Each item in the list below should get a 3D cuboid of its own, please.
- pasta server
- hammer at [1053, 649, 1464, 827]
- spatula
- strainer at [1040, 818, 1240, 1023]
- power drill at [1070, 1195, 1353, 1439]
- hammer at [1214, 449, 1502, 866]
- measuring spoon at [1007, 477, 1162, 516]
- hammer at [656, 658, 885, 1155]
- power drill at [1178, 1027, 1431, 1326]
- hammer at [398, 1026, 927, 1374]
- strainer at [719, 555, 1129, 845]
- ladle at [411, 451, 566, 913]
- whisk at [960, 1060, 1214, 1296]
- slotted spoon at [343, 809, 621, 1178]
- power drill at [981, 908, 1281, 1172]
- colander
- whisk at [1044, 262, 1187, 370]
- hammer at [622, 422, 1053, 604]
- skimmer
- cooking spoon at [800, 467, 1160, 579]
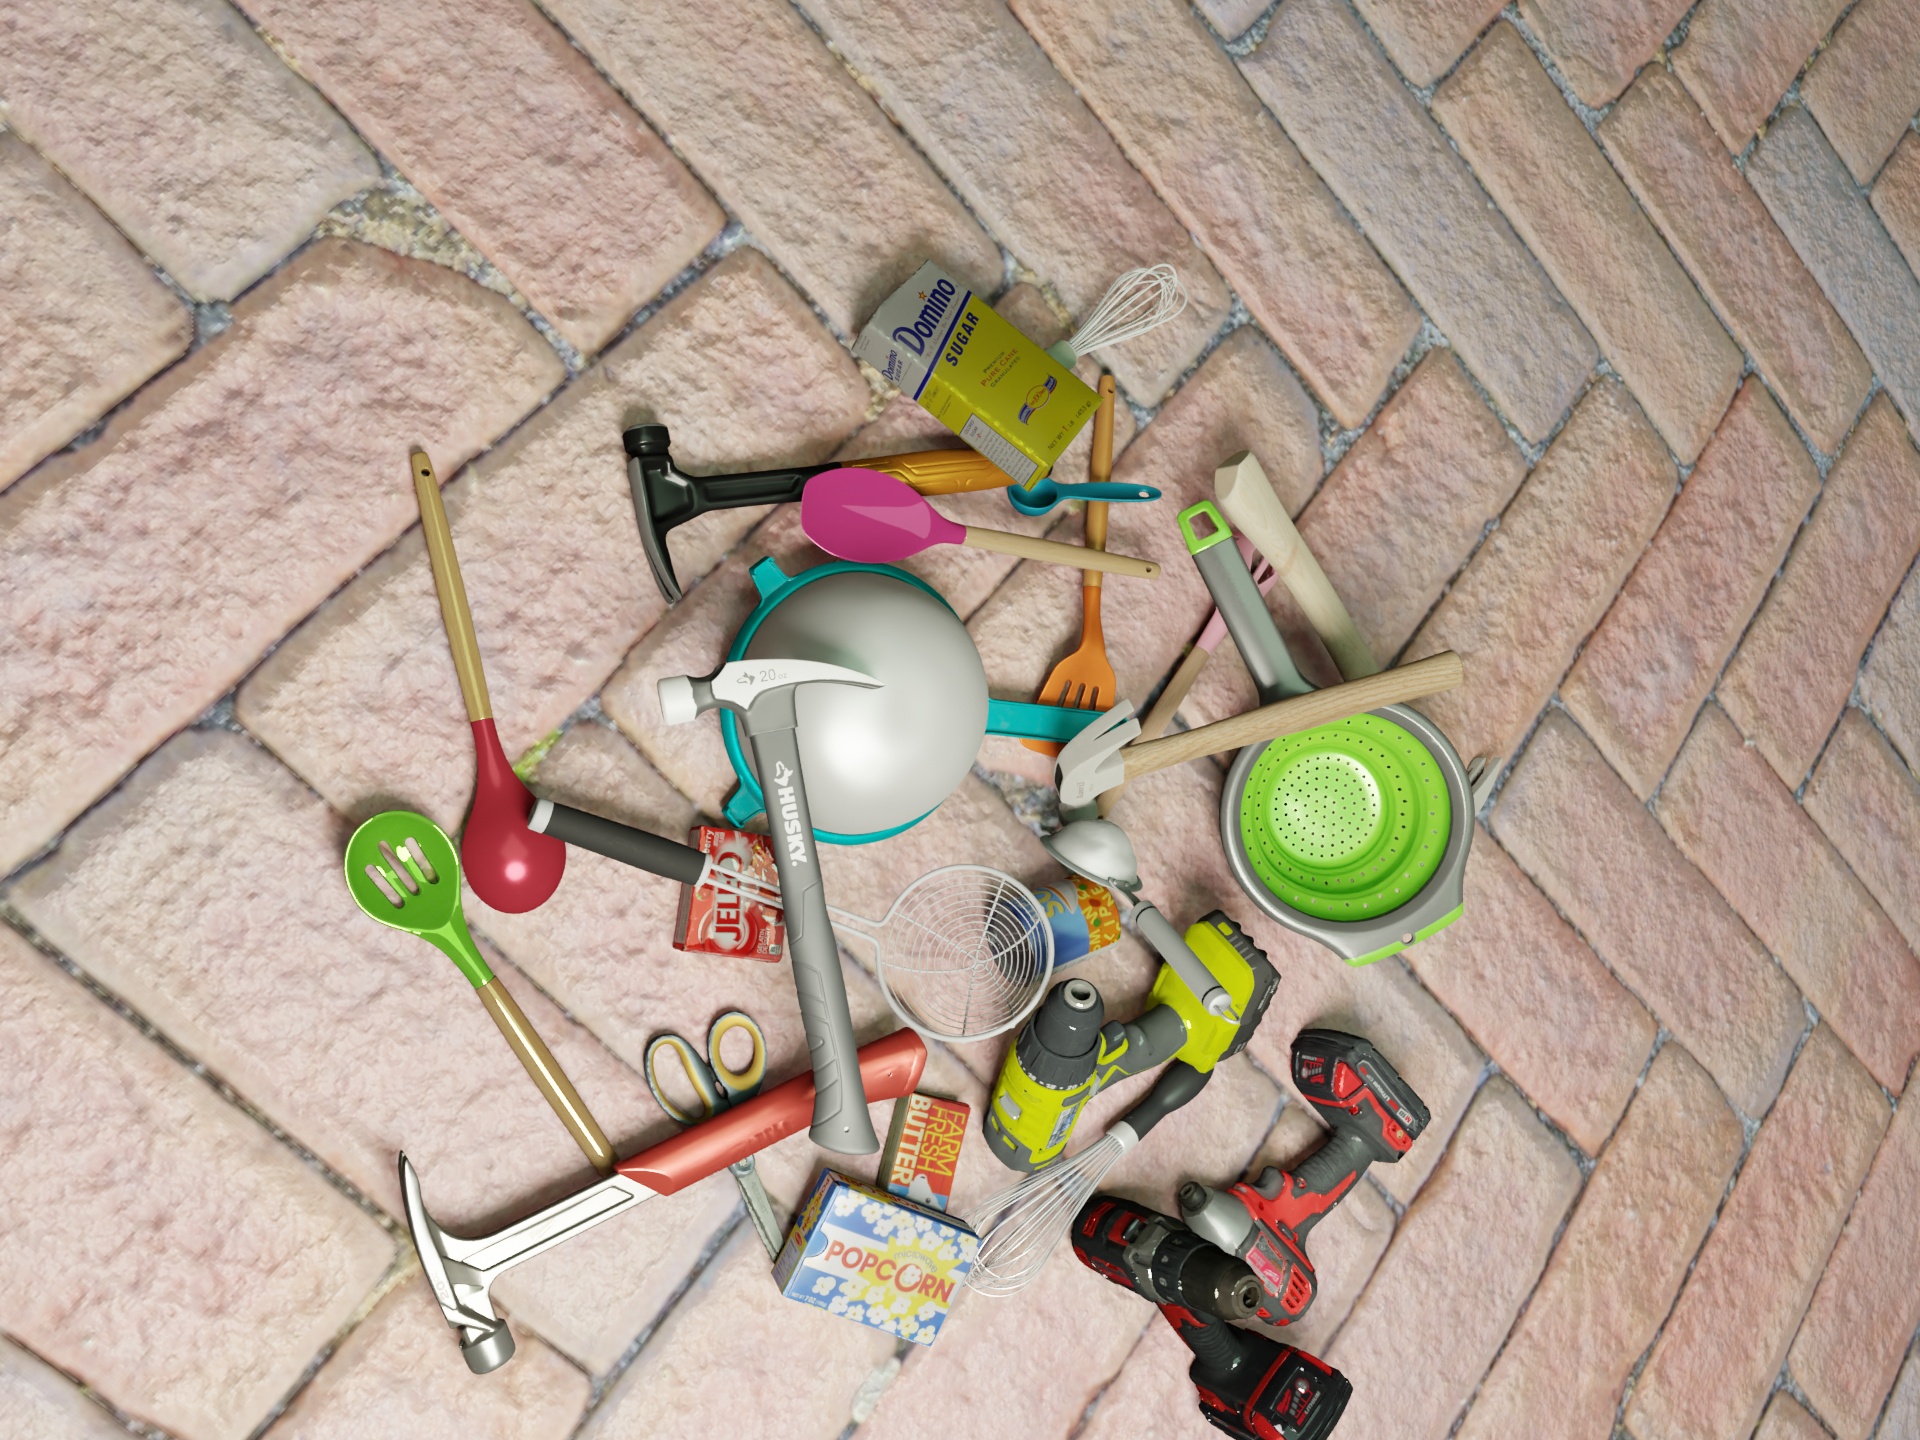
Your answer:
[{"bbox_3d":[0.184,-0.036,1.327,0.060,0.040,0.316,40,72,-18],"label":"pasta server"},{"bbox_3d":[0.232,0.002,1.230,0.331,0.130,0.031,-16,58,-6],"label":"hammer"},{"bbox_3d":[0.104,-0.129,1.297,0.081,0.041,0.323,12,75,-25],"label":"spatula"},{"bbox_3d":[0.132,0.135,1.161,0.086,0.259,0.050,15,113,-36],"label":"strainer"},{"bbox_3d":[0.199,0.456,1.192,0.080,0.188,0.226,-46,109,-23],"label":"power drill"},{"bbox_3d":[0.342,-0.063,1.376,0.146,0.038,0.410,-45,113,-25],"label":"hammer"},{"bbox_3d":[0.099,-0.178,1.282,0.128,0.021,0.042,-1,51,-12],"label":"measuring spoon"},{"bbox_3d":[-0.097,0.122,1.051,0.146,0.035,0.335,-11,90,-13],"label":"hammer"},{"bbox_3d":[0.274,0.366,1.303,0.143,0.078,0.220,47,69,-15],"label":"power drill"},{"bbox_3d":[-0.185,0.285,1.071,0.359,0.037,0.149,-21,98,-26],"label":"hammer"},{"bbox_3d":[-0.002,-0.004,1.168,0.340,0.095,0.211,6,91,-27],"label":"strainer"},{"bbox_3d":[-0.324,-0.025,1.060,0.069,0.031,0.315,-13,89,-29],"label":"ladle"},{"bbox_3d":[0.103,0.341,1.227,0.284,0.070,0.070,-33,100,-31],"label":"whisk"},{"bbox_3d":[-0.301,0.194,1.047,0.070,0.031,0.313,-36,103,-25],"label":"slotted spoon"},{"bbox_3d":[0.127,0.229,1.188,0.228,0.190,0.080,-20,53,-32],"label":"power drill"},{"bbox_3d":[0.276,0.003,1.319,0.204,0.094,0.397,-26,92,2],"label":"colander"},{"bbox_3d":[0.093,-0.303,1.298,0.246,0.057,0.059,-39,67,-21],"label":"whisk"},{"bbox_3d":[-0.078,-0.172,1.192,0.336,0.034,0.127,-11,89,-26],"label":"hammer"},{"bbox_3d":[-0.111,0.119,1.081,0.363,0.090,0.127,22,73,-21],"label":"skimmer"},{"bbox_3d":[0.023,-0.137,1.216,0.318,0.017,0.069,7,86,-29],"label":"cooking spoon"}]
